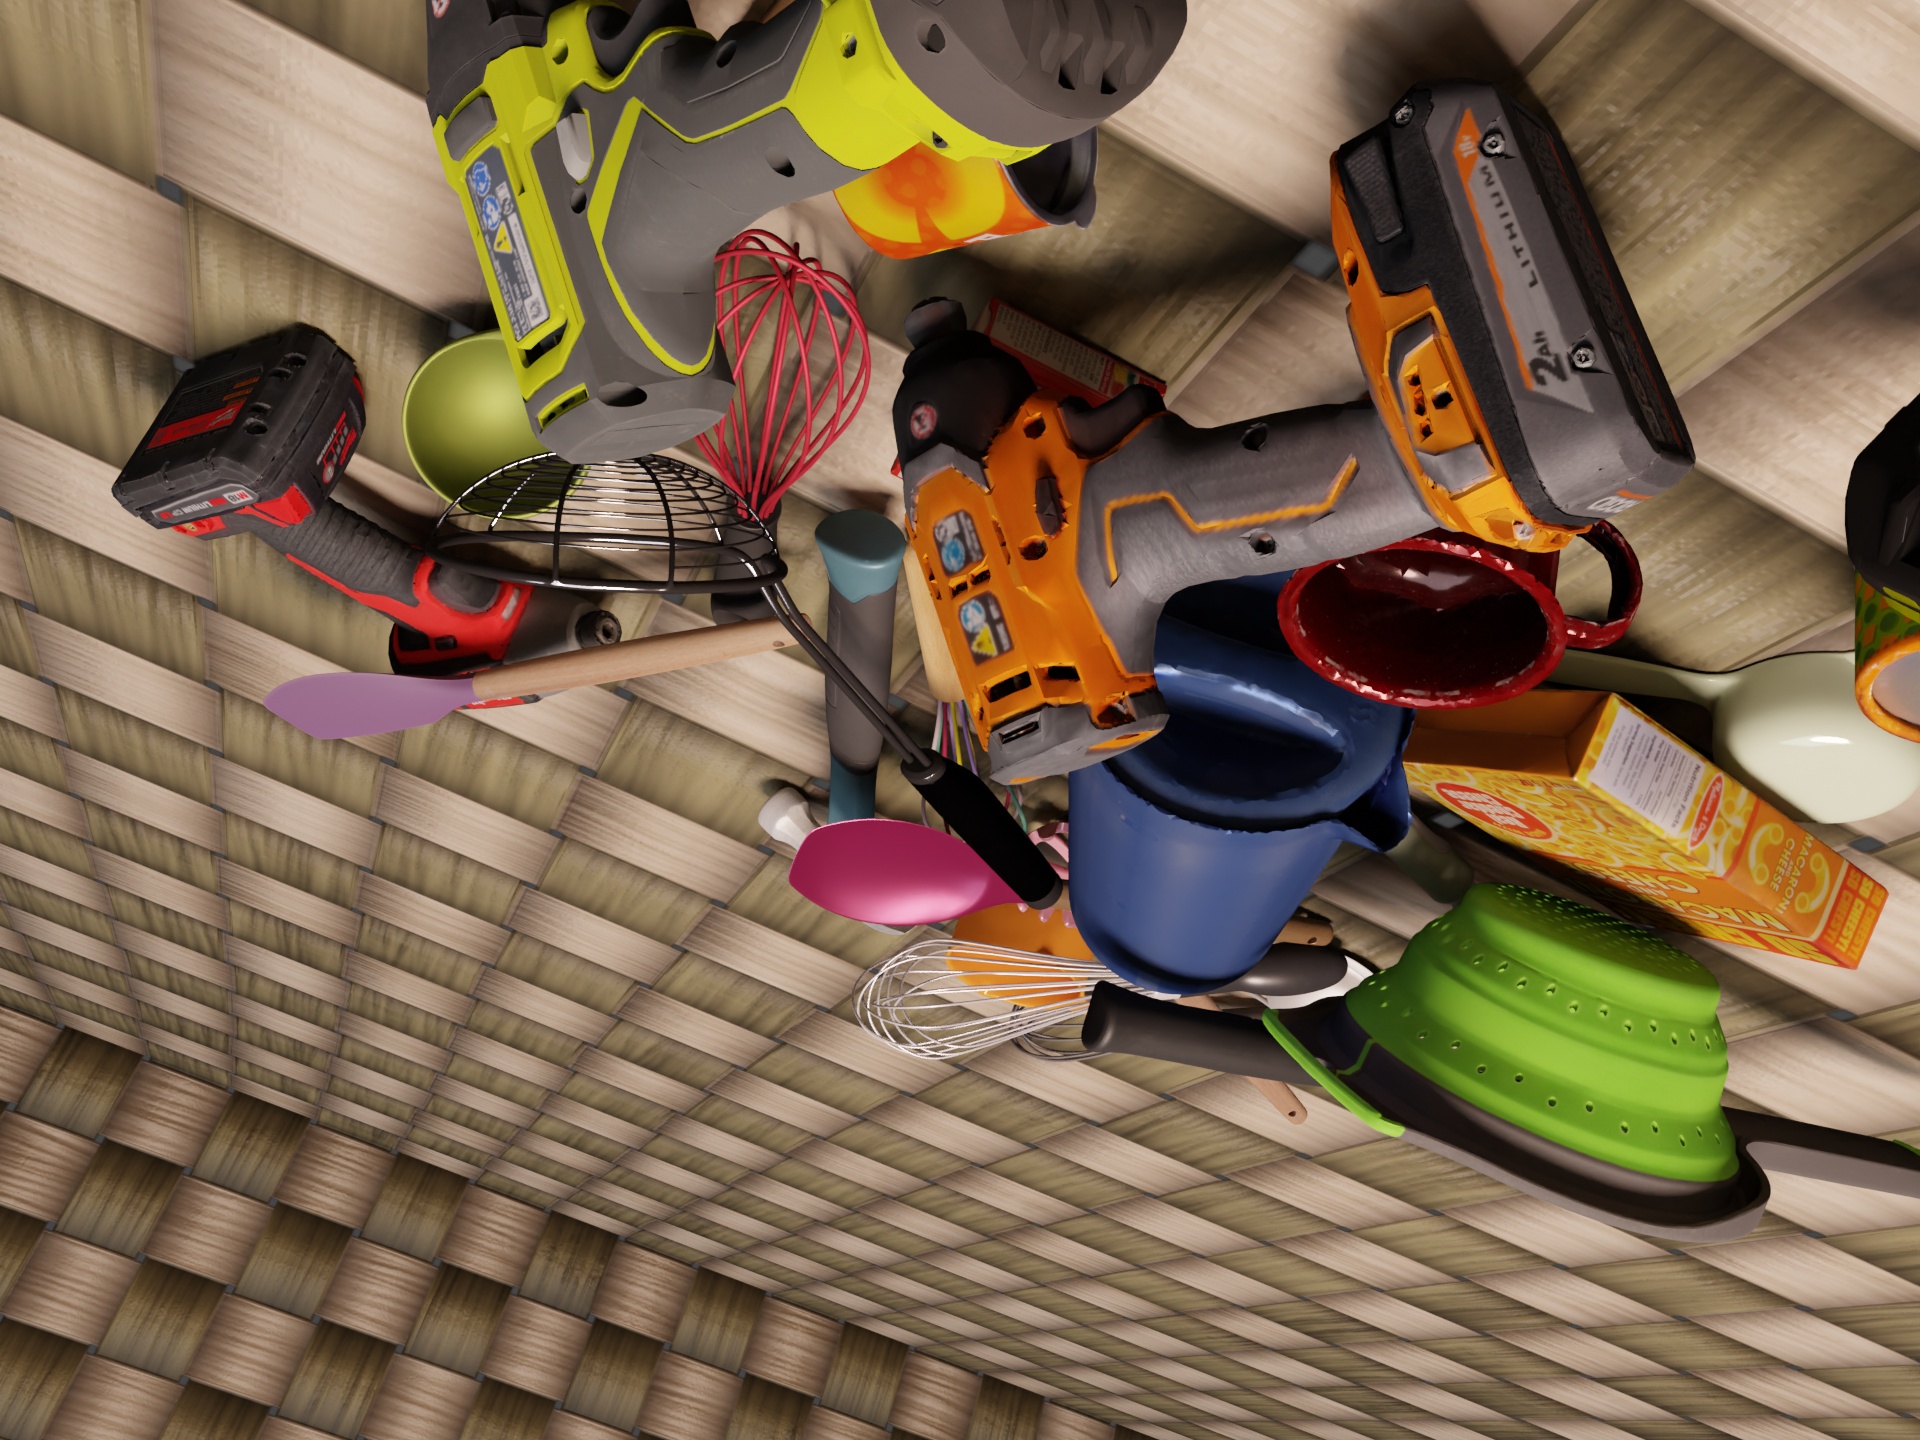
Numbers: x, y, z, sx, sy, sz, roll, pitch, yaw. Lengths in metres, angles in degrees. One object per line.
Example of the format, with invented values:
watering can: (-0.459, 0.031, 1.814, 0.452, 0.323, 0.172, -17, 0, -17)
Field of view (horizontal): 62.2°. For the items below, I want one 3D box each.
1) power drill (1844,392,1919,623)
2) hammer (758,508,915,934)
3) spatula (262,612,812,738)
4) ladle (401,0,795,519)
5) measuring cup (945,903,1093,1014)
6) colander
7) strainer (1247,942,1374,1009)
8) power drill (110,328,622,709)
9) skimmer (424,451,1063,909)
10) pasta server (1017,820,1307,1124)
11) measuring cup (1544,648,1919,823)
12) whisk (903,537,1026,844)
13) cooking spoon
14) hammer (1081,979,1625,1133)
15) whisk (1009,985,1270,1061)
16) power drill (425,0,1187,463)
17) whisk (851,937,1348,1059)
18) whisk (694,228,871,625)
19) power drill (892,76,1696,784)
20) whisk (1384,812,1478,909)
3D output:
power drill: (0.345, -0.011, 0.446, 0.228, 0.190, 0.080, 42, -174, -29)
hammer: (-0.054, 0.009, 0.797, 0.128, 0.033, 0.330, 42, 153, 20)
spatula: (-0.211, -0.022, 0.765, 0.316, 0.018, 0.059, -8, 149, 23)
ladle: (-0.120, -0.163, 0.563, 0.078, 0.062, 0.320, 36, 144, -19)
measuring cup: (0.076, 0.153, 0.987, 0.173, 0.052, 0.095, 24, 150, -14)
colander: (0.337, 0.152, 0.732, 0.397, 0.094, 0.205, 14, -169, -21)
strainer: (0.268, 0.161, 0.907, 0.258, 0.050, 0.086, -8, 127, 33)
power drill: (-0.272, -0.080, 0.770, 0.143, 0.079, 0.219, -4, 146, 35)
skimmer: (-0.062, 0.010, 0.667, 0.127, 0.090, 0.362, 17, 158, 43)
pasta server: (0.127, 0.158, 0.943, 0.060, 0.040, 0.316, -32, 121, 17)
measuring cup: (0.289, 0.002, 0.623, 0.167, 0.038, 0.083, 11, 150, 8)
whisk: (-0.001, -0.001, 0.778, 0.051, 0.047, 0.244, 25, 151, 24)
cooking spoon: (0.063, 0.093, 0.835, 0.318, 0.017, 0.068, 11, 124, -23)
hammer: (0.202, 0.173, 0.778, 0.334, 0.035, 0.146, 16, -178, -27)
whisk: (0.140, 0.198, 1.039, 0.239, 0.055, 0.055, -4, 144, 26)
power drill: (-0.064, -0.184, 0.419, 0.223, 0.171, 0.080, -18, 179, 43)
whisk: (0.081, 0.145, 0.880, 0.284, 0.070, 0.070, -3, 153, -12)
whisk: (-0.083, -0.097, 0.655, 0.073, 0.073, 0.295, 20, 157, -3)
power drill: (0.076, -0.091, 0.478, 0.226, 0.164, 0.084, -25, 170, 34)
whisk: (0.249, 0.084, 0.788, 0.059, 0.058, 0.246, -41, 119, 18)
